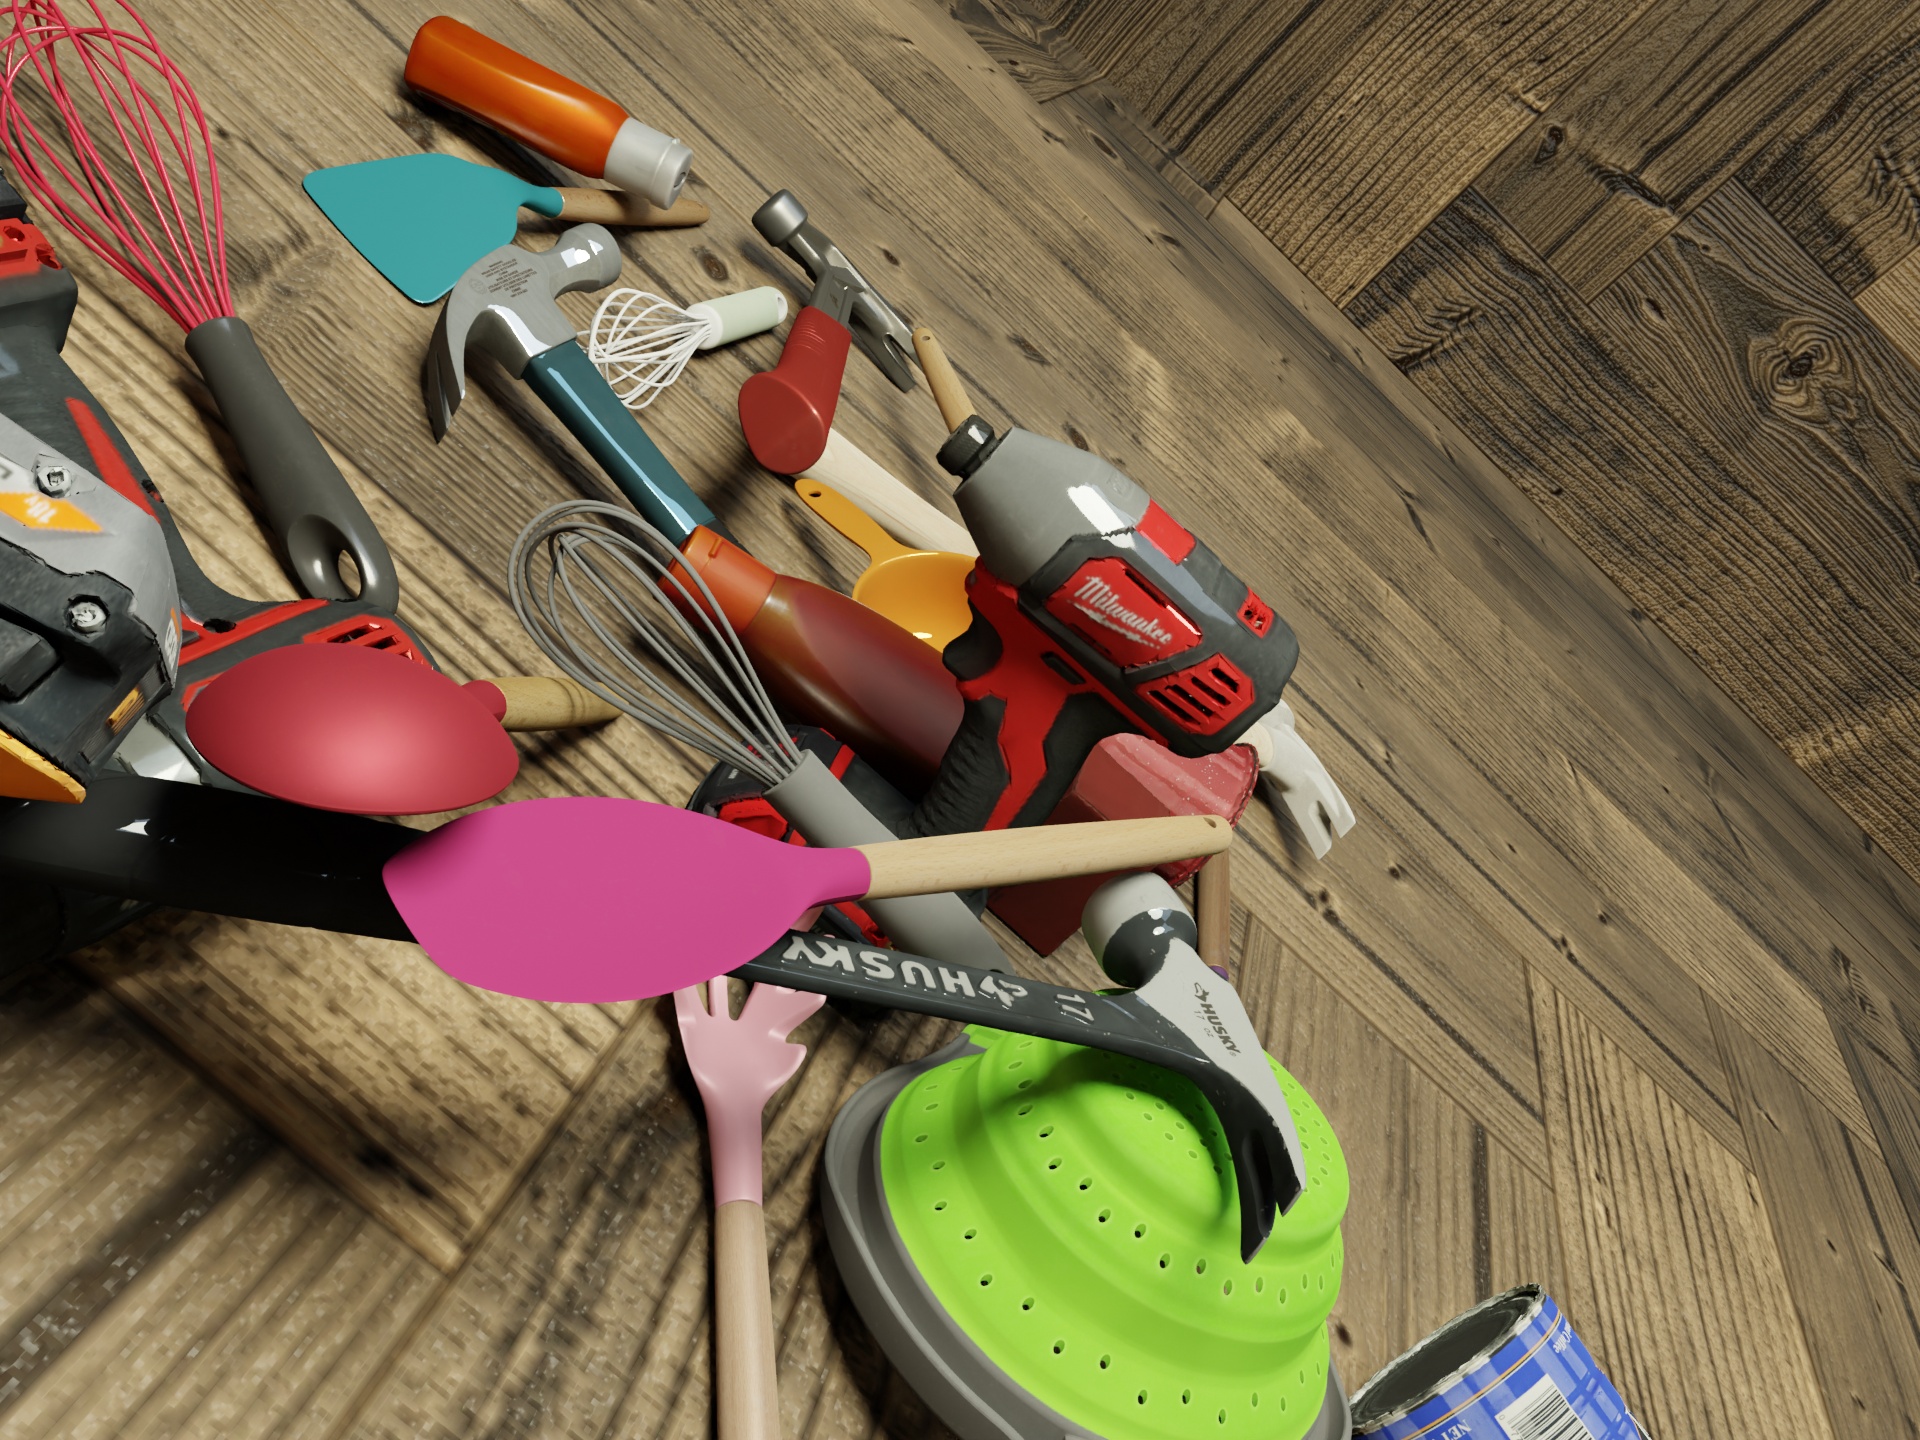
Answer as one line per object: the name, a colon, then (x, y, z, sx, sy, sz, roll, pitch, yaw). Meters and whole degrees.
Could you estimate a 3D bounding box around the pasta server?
pasta server: (-0.062, 0.168, 0.474, 0.060, 0.040, 0.317, 16, 40, -25)

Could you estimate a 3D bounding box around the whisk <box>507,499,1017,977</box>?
whisk: (-0.060, 0.021, 0.541, 0.238, 0.055, 0.055, 47, 27, -15)

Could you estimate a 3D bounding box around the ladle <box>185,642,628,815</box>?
ladle: (-0.134, -0.003, 0.474, 0.069, 0.031, 0.315, 20, 1, -1)

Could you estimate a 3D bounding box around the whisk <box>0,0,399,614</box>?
whisk: (-0.280, -0.156, 0.582, 0.296, 0.073, 0.073, 58, 30, 11)

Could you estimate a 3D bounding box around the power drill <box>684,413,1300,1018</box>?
power drill: (-0.001, -0.002, 0.583, 0.143, 0.219, 0.079, 41, 28, -10)

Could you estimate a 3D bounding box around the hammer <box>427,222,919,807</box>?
hammer: (-0.108, -0.072, 0.702, 0.331, 0.033, 0.128, 51, 48, -1)

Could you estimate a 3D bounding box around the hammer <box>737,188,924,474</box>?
hammer: (-0.071, -0.199, 0.873, 0.149, 0.036, 0.359, 46, 18, -21)

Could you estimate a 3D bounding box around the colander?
colander: (0.060, 0.192, 0.467, 0.204, 0.094, 0.397, 26, 22, -9)

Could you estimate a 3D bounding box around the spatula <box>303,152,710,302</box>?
spatula: (-0.216, -0.272, 0.861, 0.082, 0.044, 0.317, 46, 23, 1)

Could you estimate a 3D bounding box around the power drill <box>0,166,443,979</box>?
power drill: (-0.270, -0.039, 0.424, 0.226, 0.080, 0.188, 50, 35, -2)

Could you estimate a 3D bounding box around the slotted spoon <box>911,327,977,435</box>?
slotted spoon: (0.023, -0.125, 0.882, 0.070, 0.031, 0.314, -15, 50, -9)

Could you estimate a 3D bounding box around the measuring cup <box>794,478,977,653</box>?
measuring cup: (-0.035, -0.060, 0.793, 0.095, 0.052, 0.174, -21, 47, -30)

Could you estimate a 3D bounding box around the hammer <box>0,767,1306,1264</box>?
hammer: (-0.080, 0.059, 0.416, 0.408, 0.036, 0.149, 16, 25, -27)

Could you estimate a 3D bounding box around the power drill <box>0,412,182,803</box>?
power drill: (-0.228, 0.046, 0.266, 0.185, 0.084, 0.226, 37, 69, -14)

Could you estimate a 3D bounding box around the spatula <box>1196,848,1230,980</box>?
spatula: (0.129, 0.115, 0.824, 0.059, 0.018, 0.316, 30, 31, -9)

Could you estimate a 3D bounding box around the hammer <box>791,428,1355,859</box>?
hammer: (0.061, -0.053, 0.915, 0.410, 0.038, 0.146, 31, 21, -23)

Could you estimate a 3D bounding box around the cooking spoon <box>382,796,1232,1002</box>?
cooking spoon: (-0.013, 0.043, 0.458, 0.318, 0.017, 0.069, -1, 37, -48)

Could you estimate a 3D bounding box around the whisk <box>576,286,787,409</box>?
whisk: (-0.144, -0.211, 0.858, 0.246, 0.059, 0.057, -55, 143, -66)
